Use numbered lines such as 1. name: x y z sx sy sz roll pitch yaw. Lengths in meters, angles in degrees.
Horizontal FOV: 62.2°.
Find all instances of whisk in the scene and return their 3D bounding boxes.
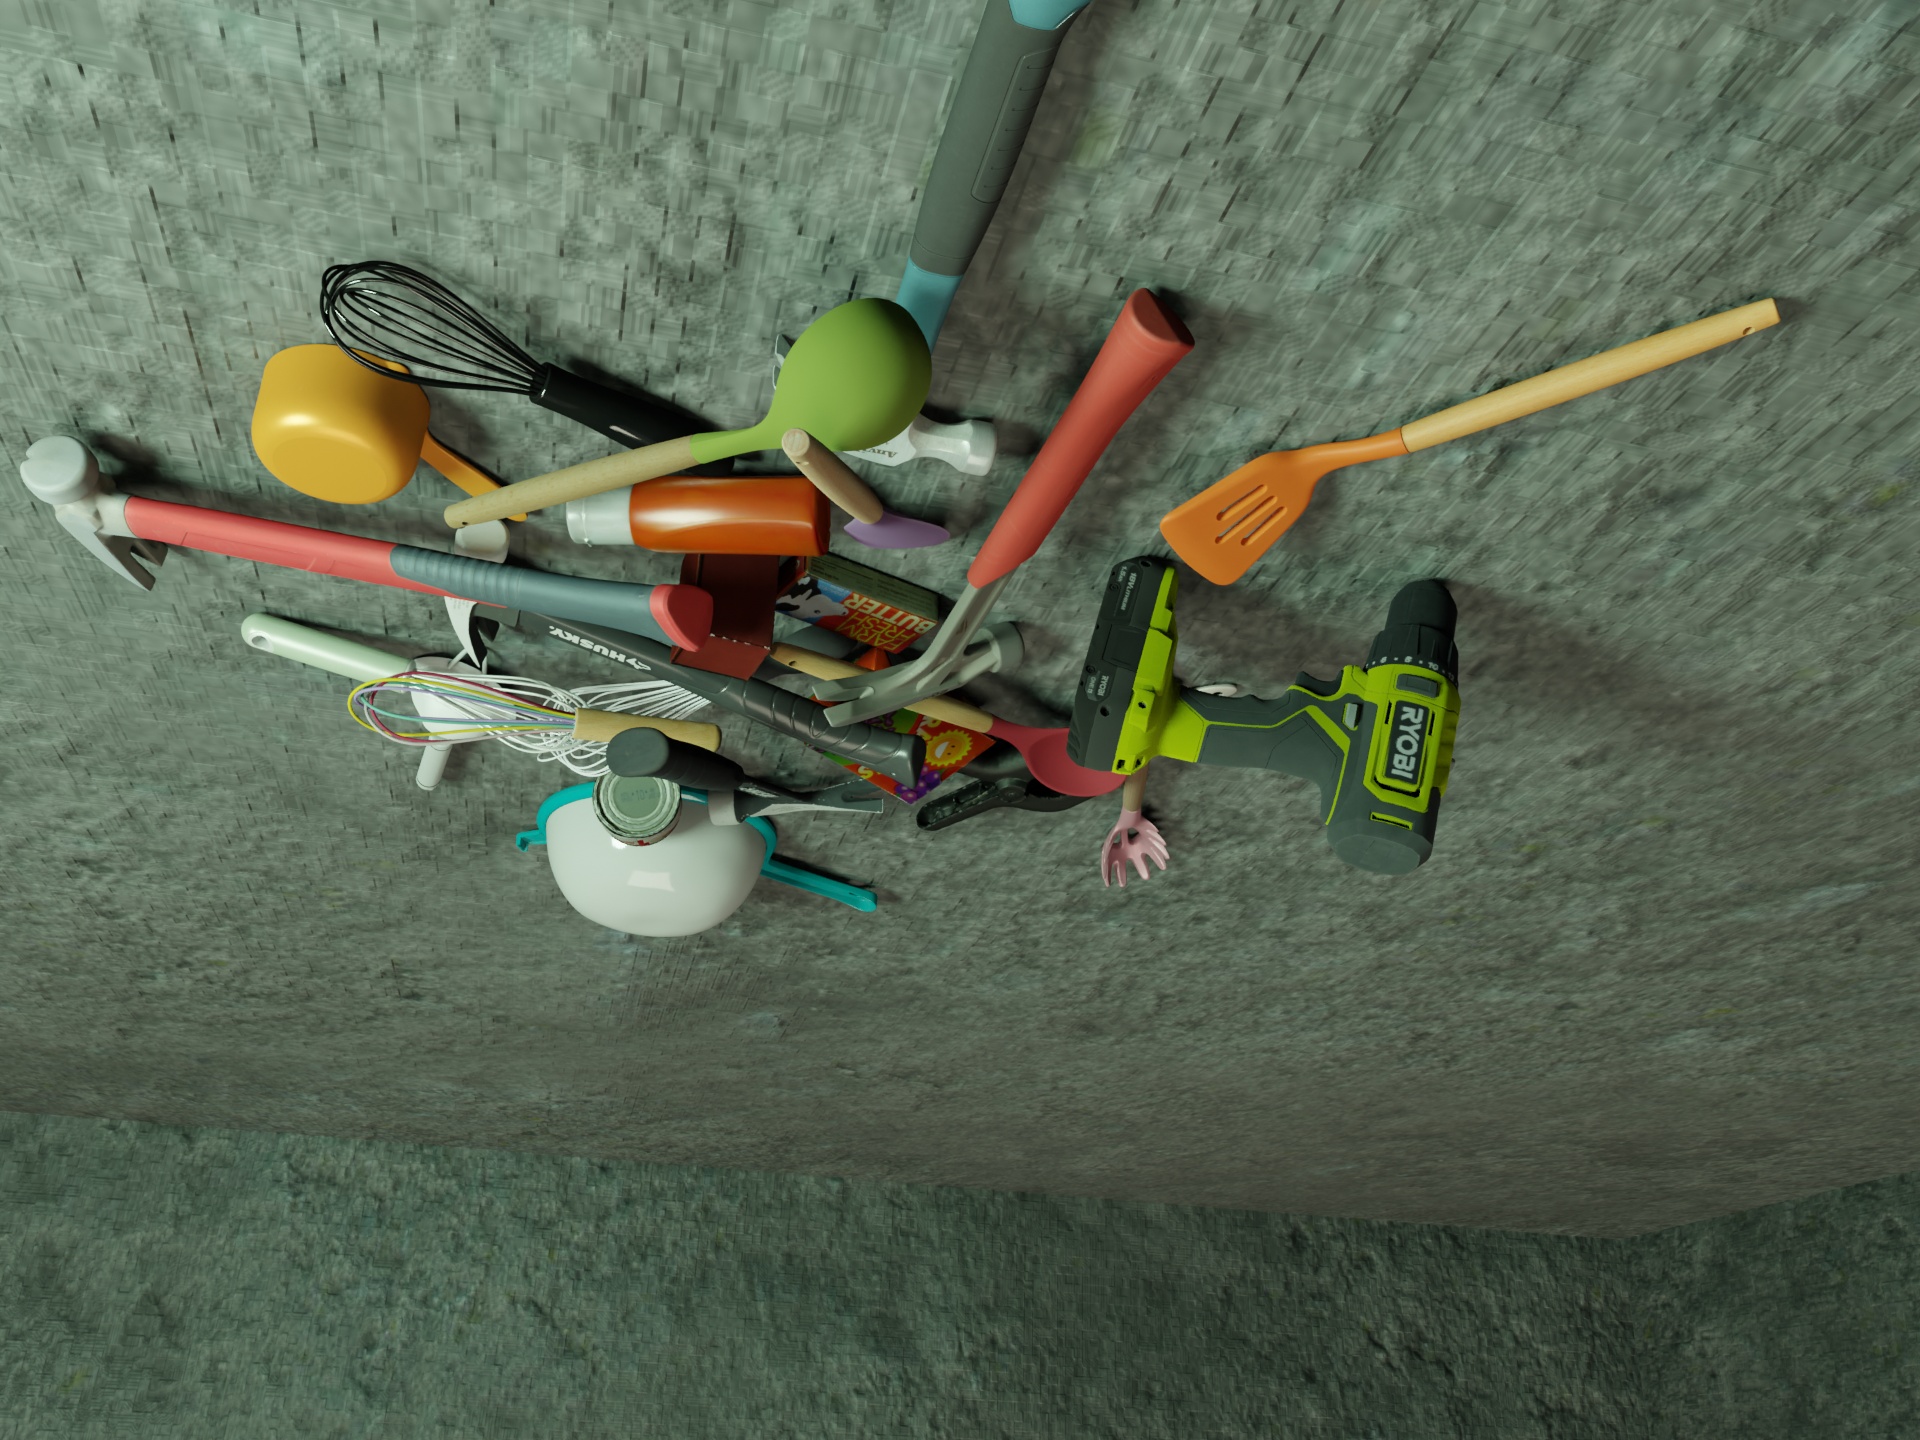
1. whisk: -0.283 0.001 1.073 0.245 0.047 0.051 7 -166 -21
2. whisk: -0.216 -0.174 0.827 0.238 0.055 0.055 19 149 -39
3. whisk: -0.191 -0.019 1.128 0.284 0.070 0.070 -18 147 27
4. whisk: -0.376 -0.029 1.106 0.246 0.059 0.057 18 136 -7

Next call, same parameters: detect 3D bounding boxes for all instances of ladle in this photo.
1. ladle: -0.002 -0.004 1.107 0.315 0.031 0.069 19 133 -38
2. ladle: -0.153 -0.145 0.816 0.320 0.062 0.078 -8 165 32

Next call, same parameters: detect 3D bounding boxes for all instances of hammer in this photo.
1. hammer: -0.005 -0.221 0.732 0.128 0.033 0.331 8 153 -13
2. hammer: -0.177 -0.028 1.051 0.334 0.035 0.146 23 151 -11
3. hammer: -0.337 -0.087 0.945 0.386 0.038 0.143 11 160 2
4. hammer: -0.158 0.043 1.127 0.149 0.036 0.408 -3 173 7
5. hammer: 0.028 -0.108 0.906 0.149 0.037 0.359 -19 160 -29

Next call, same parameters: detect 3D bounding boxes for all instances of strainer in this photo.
1. strainer: -0.397 0.013 1.223 0.086 0.050 0.258 27 151 -13
2. strainer: -0.220 0.155 1.429 0.340 0.095 0.211 22 147 -31

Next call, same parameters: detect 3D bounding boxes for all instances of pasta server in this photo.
1. pasta server: 0.141 0.064 1.267 0.060 0.040 0.316 -16 156 -4

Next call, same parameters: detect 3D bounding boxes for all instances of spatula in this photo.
1. spatula: -0.050 -0.114 0.836 0.060 0.018 0.316 -1 178 7
2. spatula: 0.262 -0.150 0.846 0.322 0.041 0.081 -17 147 31

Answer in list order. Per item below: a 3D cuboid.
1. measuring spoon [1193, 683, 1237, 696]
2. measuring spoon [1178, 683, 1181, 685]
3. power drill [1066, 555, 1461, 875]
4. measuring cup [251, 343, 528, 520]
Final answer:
1. measuring spoon: 0.146 -0.005 1.168 0.124 0.018 0.034 -15 149 29
2. measuring spoon: 0.130 -0.044 1.104 0.021 0.011 0.116 -11 147 26
3. power drill: 0.194 -0.022 0.981 0.228 0.191 0.080 15 154 7
4. measuring cup: -0.314 -0.139 0.894 0.095 0.052 0.173 -15 147 31
